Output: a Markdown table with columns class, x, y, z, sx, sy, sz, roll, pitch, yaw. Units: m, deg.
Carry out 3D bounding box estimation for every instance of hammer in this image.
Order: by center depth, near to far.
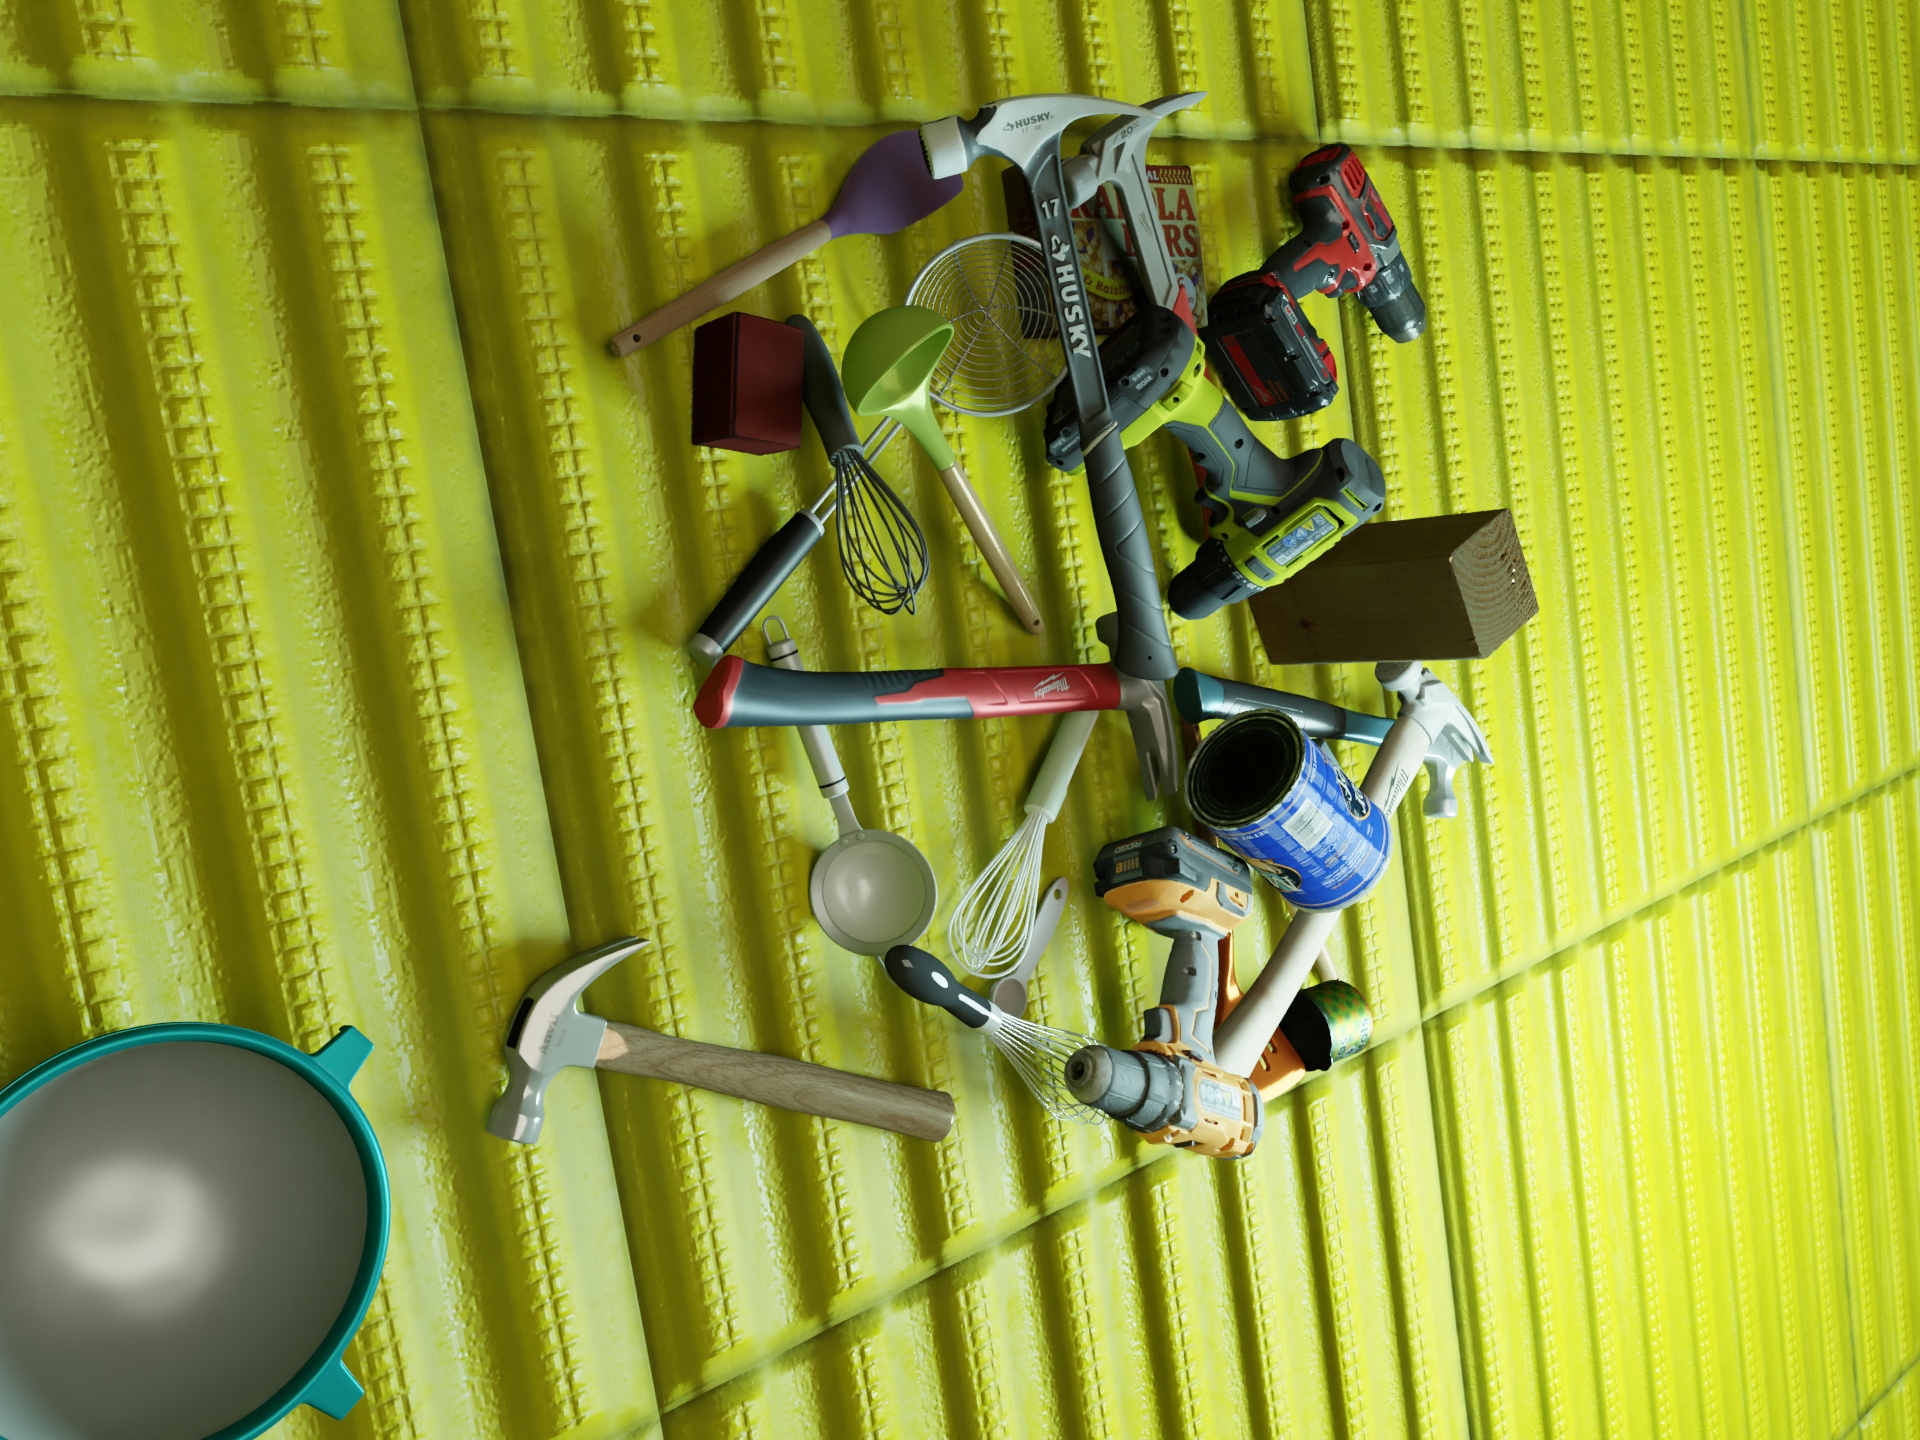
| class | x | y | z | sx | sy | sz | roll | pitch | yaw |
| --- | --- | --- | --- | --- | --- | --- | --- | --- | --- |
| hammer | -0.134 | 0.226 | 1.023 | 0.331 | 0.031 | 0.130 | 22 | 77 | -36 |
| hammer | 0.094 | -0.211 | 1.070 | 0.149 | 0.036 | 0.408 | -16 | 114 | 0 |
| hammer | -0.002 | -0.003 | 1.076 | 0.386 | 0.038 | 0.143 | -4 | 77 | -39 |
| hammer | 0.175 | -0.282 | 1.212 | 0.149 | 0.037 | 0.358 | -39 | 124 | -25 |
| hammer | 0.306 | 0.144 | 1.299 | 0.146 | 0.038 | 0.411 | 43 | 71 | -29 |
| hammer | 0.308 | 0.002 | 1.335 | 0.330 | 0.033 | 0.128 | 10 | 80 | -34 |

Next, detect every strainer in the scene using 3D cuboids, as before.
| class | x | y | z | sx | sy | sz | roll | pitch | yaw |
| --- | --- | --- | --- | --- | --- | --- | --- | --- | --- |
| strainer | -0.449 | 0.247 | 0.739 | 0.340 | 0.095 | 0.211 | 3 | 86 | -36 |
| strainer | -0.080 | 0.051 | 1.058 | 0.087 | 0.050 | 0.258 | -18 | 99 | 8 |

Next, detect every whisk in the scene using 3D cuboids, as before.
| class | x | y | z | sx | sy | sz | roll | pitch | yaw |
| --- | --- | --- | --- | --- | --- | --- | --- | --- | --- |
| whisk | -0.070 | -0.164 | 0.995 | 0.055 | 0.055 | 0.239 | 2 | 55 | -38 |
| whisk | 0.033 | 0.219 | 1.108 | 0.284 | 0.070 | 0.070 | 41 | 66 | -43 |
| whisk | 0.055 | 0.075 | 1.161 | 0.059 | 0.057 | 0.246 | 25 | 67 | 0 |

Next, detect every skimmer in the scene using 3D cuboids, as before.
| class | x | y | z | sx | sy | sz | roll | pitch | yaw |
| --- | --- | --- | --- | --- | --- | --- | --- | --- | --- |
| skimmer | -0.049 | -0.175 | 1.046 | 0.127 | 0.090 | 0.363 | 49 | 63 | -28 |

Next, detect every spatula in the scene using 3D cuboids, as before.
| class | x | y | z | sx | sy | sz | roll | pitch | yaw |
| --- | --- | --- | --- | --- | --- | --- | --- | --- | --- |
| spatula | -0.109 | -0.314 | 1.045 | 0.316 | 0.018 | 0.059 | -41 | 113 | -31 |
| spatula | 0.217 | 0.149 | 1.290 | 0.081 | 0.041 | 0.322 | -16 | 99 | -36 |

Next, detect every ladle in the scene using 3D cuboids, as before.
| class | x | y | z | sx | sy | sz | roll | pitch | yaw |
| --- | --- | --- | --- | --- | --- | --- | --- | --- | --- |
| ladle | 0.006 | -0.148 | 1.051 | 0.078 | 0.062 | 0.319 | -41 | 140 | -6 |

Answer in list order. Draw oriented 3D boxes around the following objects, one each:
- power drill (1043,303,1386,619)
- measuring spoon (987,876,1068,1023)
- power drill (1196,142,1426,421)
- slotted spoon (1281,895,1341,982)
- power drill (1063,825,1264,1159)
| class | x | y | z | sx | sy | sz | roll | pitch | yaw |
| --- | --- | --- | --- | --- | --- | --- | --- | --- | --- |
| power drill | 0.173 | -0.180 | 1.183 | 0.228 | 0.190 | 0.080 | 35 | 40 | -22 |
| measuring spoon | 0.050 | 0.168 | 1.179 | 0.034 | 0.018 | 0.124 | 46 | 57 | -29 |
| power drill | 0.308 | -0.349 | 1.336 | 0.187 | 0.080 | 0.227 | 50 | 59 | -27 |
| slotted spoon | 0.262 | 0.120 | 1.313 | 0.070 | 0.031 | 0.313 | -42 | 124 | -19 |
| power drill | 0.145 | 0.196 | 1.165 | 0.185 | 0.084 | 0.226 | 25 | 56 | -39 |
